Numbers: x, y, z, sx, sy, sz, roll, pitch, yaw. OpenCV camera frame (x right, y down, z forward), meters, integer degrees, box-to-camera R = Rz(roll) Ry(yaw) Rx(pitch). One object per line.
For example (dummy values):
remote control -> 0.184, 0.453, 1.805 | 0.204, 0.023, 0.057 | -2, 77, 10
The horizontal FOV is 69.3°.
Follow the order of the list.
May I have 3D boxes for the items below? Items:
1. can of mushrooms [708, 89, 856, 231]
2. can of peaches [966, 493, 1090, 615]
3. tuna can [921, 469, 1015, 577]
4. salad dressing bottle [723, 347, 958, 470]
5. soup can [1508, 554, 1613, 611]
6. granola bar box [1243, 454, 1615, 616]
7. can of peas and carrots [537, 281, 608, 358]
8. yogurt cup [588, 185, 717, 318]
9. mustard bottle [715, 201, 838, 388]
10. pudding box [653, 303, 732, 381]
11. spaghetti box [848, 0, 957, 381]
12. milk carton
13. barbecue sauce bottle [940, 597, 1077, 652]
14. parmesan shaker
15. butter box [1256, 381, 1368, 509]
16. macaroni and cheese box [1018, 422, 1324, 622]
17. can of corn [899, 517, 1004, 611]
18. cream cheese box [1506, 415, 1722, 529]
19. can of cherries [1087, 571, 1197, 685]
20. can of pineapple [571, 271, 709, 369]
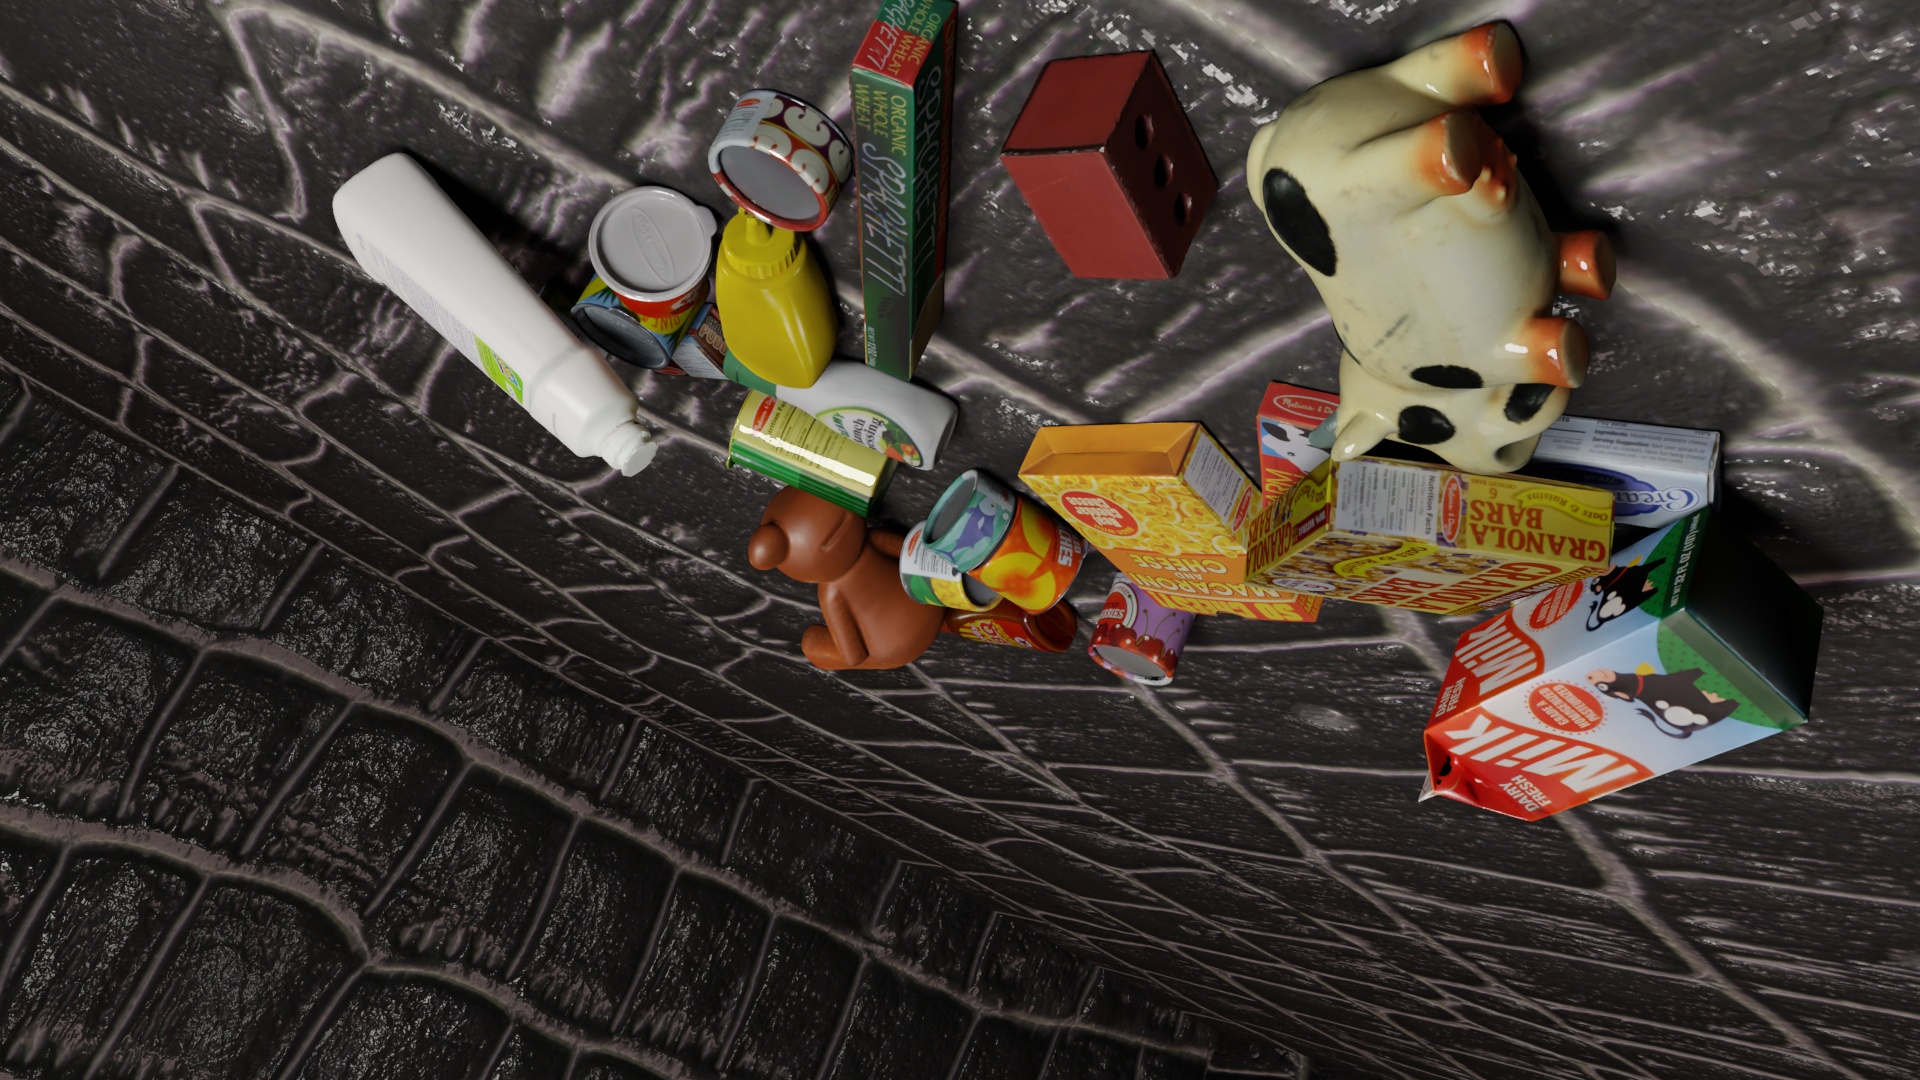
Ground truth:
can of mushrooms -> -0.086, -0.183, 0.680 | 0.071, 0.033, 0.070 | 22, 159, 9
can of peaches -> 0.045, 0.008, 0.961 | 0.058, 0.071, 0.071 | 32, 159, -18
tuna can -> 0.003, -0.012, 0.950 | 0.033, 0.071, 0.071 | 34, 158, -18
salad dressing bottle -> -0.077, -0.093, 0.880 | 0.148, 0.044, 0.064 | 23, 159, 6
soup can -> 0.328, 0.041, 0.709 | 0.084, 0.071, 0.071 | 15, 157, 27
granola bar box -> 0.217, 0.001, 0.672 | 0.124, 0.039, 0.165 | 8, 170, 0
can of peas and carrots -> -0.283, -0.139, 0.977 | 0.058, 0.071, 0.071 | 33, 158, -23
yogurt cup -> -0.175, -0.162, 0.797 | 0.072, 0.072, 0.054 | 26, 168, -2
mustard bottle -> -0.106, -0.143, 0.782 | 0.065, 0.049, 0.159 | 22, 159, 8
pudding box -> -0.185, -0.134, 0.925 | 0.083, 0.030, 0.049 | 9, 156, 37
spaghetti box -> -0.027, -0.156, 0.656 | 0.029, 0.050, 0.249 | 21, 160, 6
milk carton -> 0.290, 0.070, 0.651 | 0.073, 0.073, 0.189 | 41, 142, -4
barbecue sauce bottle -> 0.024, 0.062, 1.150 | 0.148, 0.044, 0.064 | 3, 151, 47
parmesan shaker -> -0.097, -0.061, 0.943 | 0.103, 0.071, 0.071 | 23, 160, 4
butter box -> 0.186, -0.042, 0.729 | 0.053, 0.024, 0.103 | 16, 158, 21
macaroni and cheese box -> 0.133, -0.009, 0.851 | 0.123, 0.040, 0.166 | 3, 151, 47
can of corn -> -0.001, 0.019, 1.039 | 0.058, 0.071, 0.071 | 7, 153, 40
cream cheese box -> 0.288, -0.032, 0.634 | 0.104, 0.024, 0.053 | 11, 157, 33
can of cherries -> 0.130, 0.064, 1.010 | 0.071, 0.058, 0.071 | 21, 160, 8
can of pineapple -> -0.197, -0.148, 0.860 | 0.071, 0.058, 0.070 | 22, 160, 9
